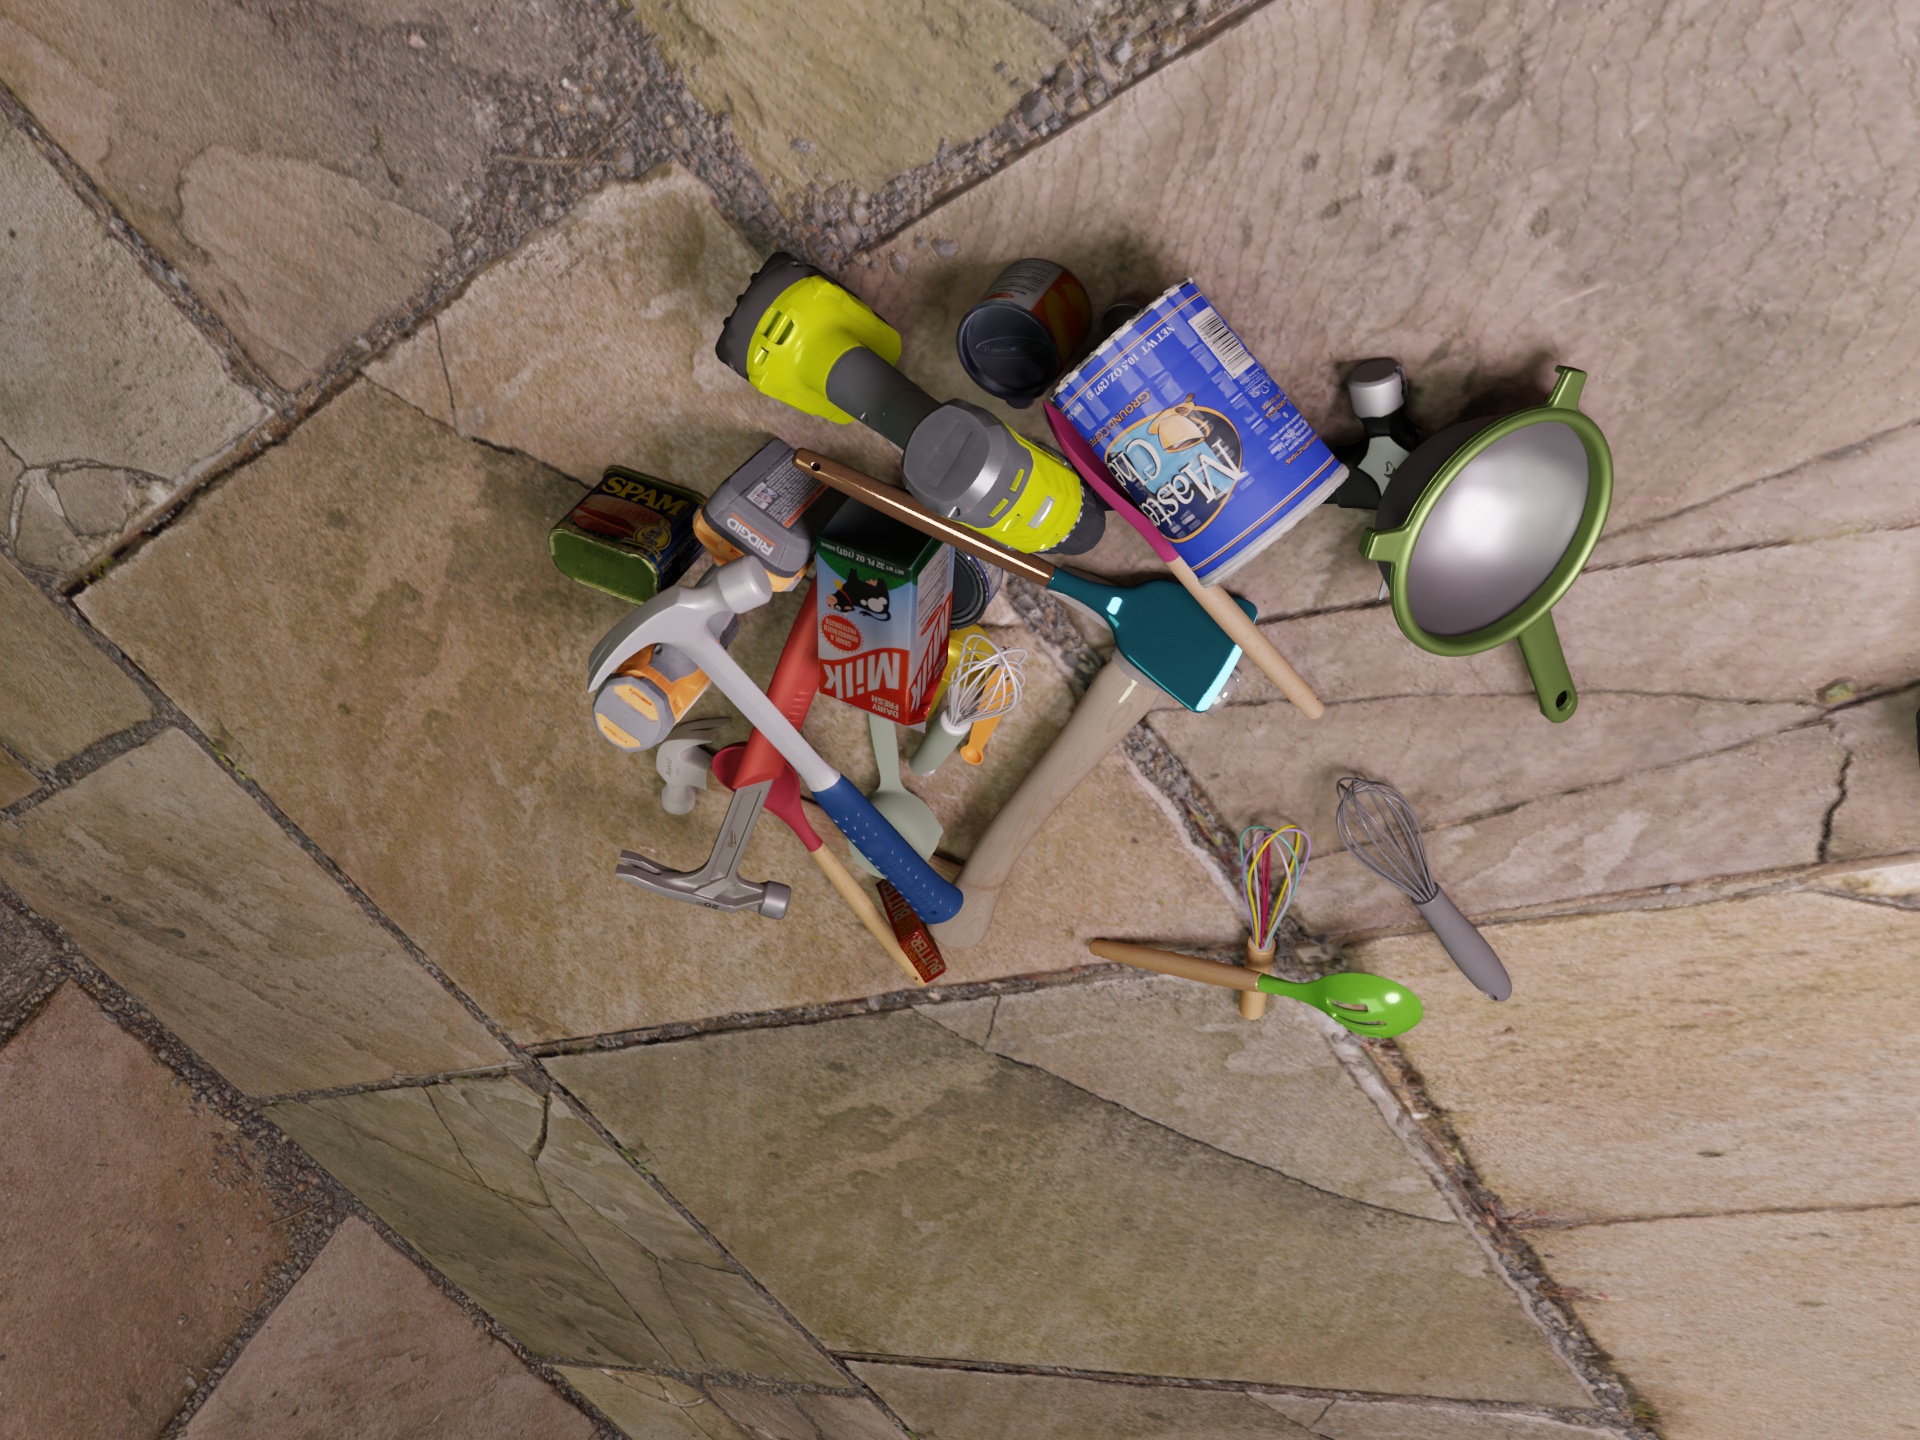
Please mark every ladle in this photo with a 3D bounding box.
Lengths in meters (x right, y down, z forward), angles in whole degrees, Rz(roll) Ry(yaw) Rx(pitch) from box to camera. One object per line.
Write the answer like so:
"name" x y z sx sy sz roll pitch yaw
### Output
"ladle" -0.111 0.128 1.388 0.069 0.031 0.315 -17 123 29

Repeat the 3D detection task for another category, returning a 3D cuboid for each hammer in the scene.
"hammer" -0.110 0.040 1.162 0.144 0.035 0.405 -23 136 15
"hammer" -0.119 0.090 1.399 0.331 0.031 0.130 23 139 11
"hammer" 0.126 -0.144 1.009 0.335 0.035 0.146 2 130 31
"hammer" 0.053 0.053 1.226 0.146 0.038 0.410 34 135 1
"hammer" -0.161 0.016 1.270 0.149 0.037 0.359 17 125 -12

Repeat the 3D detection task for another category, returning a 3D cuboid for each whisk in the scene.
"whisk" 0.336 0.124 1.137 0.055 0.055 0.238 -17 124 42
"whisk" -0.002 -0.004 1.190 0.059 0.058 0.246 56 157 8
"whisk" 0.233 0.162 1.240 0.051 0.047 0.244 15 140 17

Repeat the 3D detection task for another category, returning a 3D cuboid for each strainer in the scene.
"strainer" 0.309 -0.087 0.928 0.069 0.151 0.256 49 179 46

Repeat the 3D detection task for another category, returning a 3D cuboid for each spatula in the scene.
"spatula" 0.038 -0.104 1.029 0.317 0.044 0.082 23 103 -16

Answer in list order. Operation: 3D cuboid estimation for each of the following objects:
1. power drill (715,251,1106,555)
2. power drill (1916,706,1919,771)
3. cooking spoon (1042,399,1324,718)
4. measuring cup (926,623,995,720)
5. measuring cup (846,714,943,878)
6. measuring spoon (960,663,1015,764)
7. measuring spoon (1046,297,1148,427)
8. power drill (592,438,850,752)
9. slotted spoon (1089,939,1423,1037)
"power drill" -0.020 -0.178 0.958 0.229 0.190 0.080 40 102 25
"power drill" 0.614 -0.011 0.800 0.164 0.084 0.226 43 134 -11
"cooking spoon" 0.145 -0.089 0.986 0.017 0.069 0.318 -37 128 16
"measuring cup" -0.016 -0.034 1.223 0.062 0.029 0.156 31 152 -4
"measuring cup" -0.063 0.059 1.307 0.083 0.038 0.167 4 121 17
"measuring spoon" 0.023 -0.007 1.232 0.021 0.011 0.116 27 136 6
"measuring spoon" 0.084 -0.220 0.980 0.034 0.018 0.124 26 148 -11
"power drill" -0.172 -0.096 1.171 0.084 0.185 0.226 37 120 -5
"slotted spoon" 0.218 0.204 1.253 0.314 0.031 0.070 5 136 48
